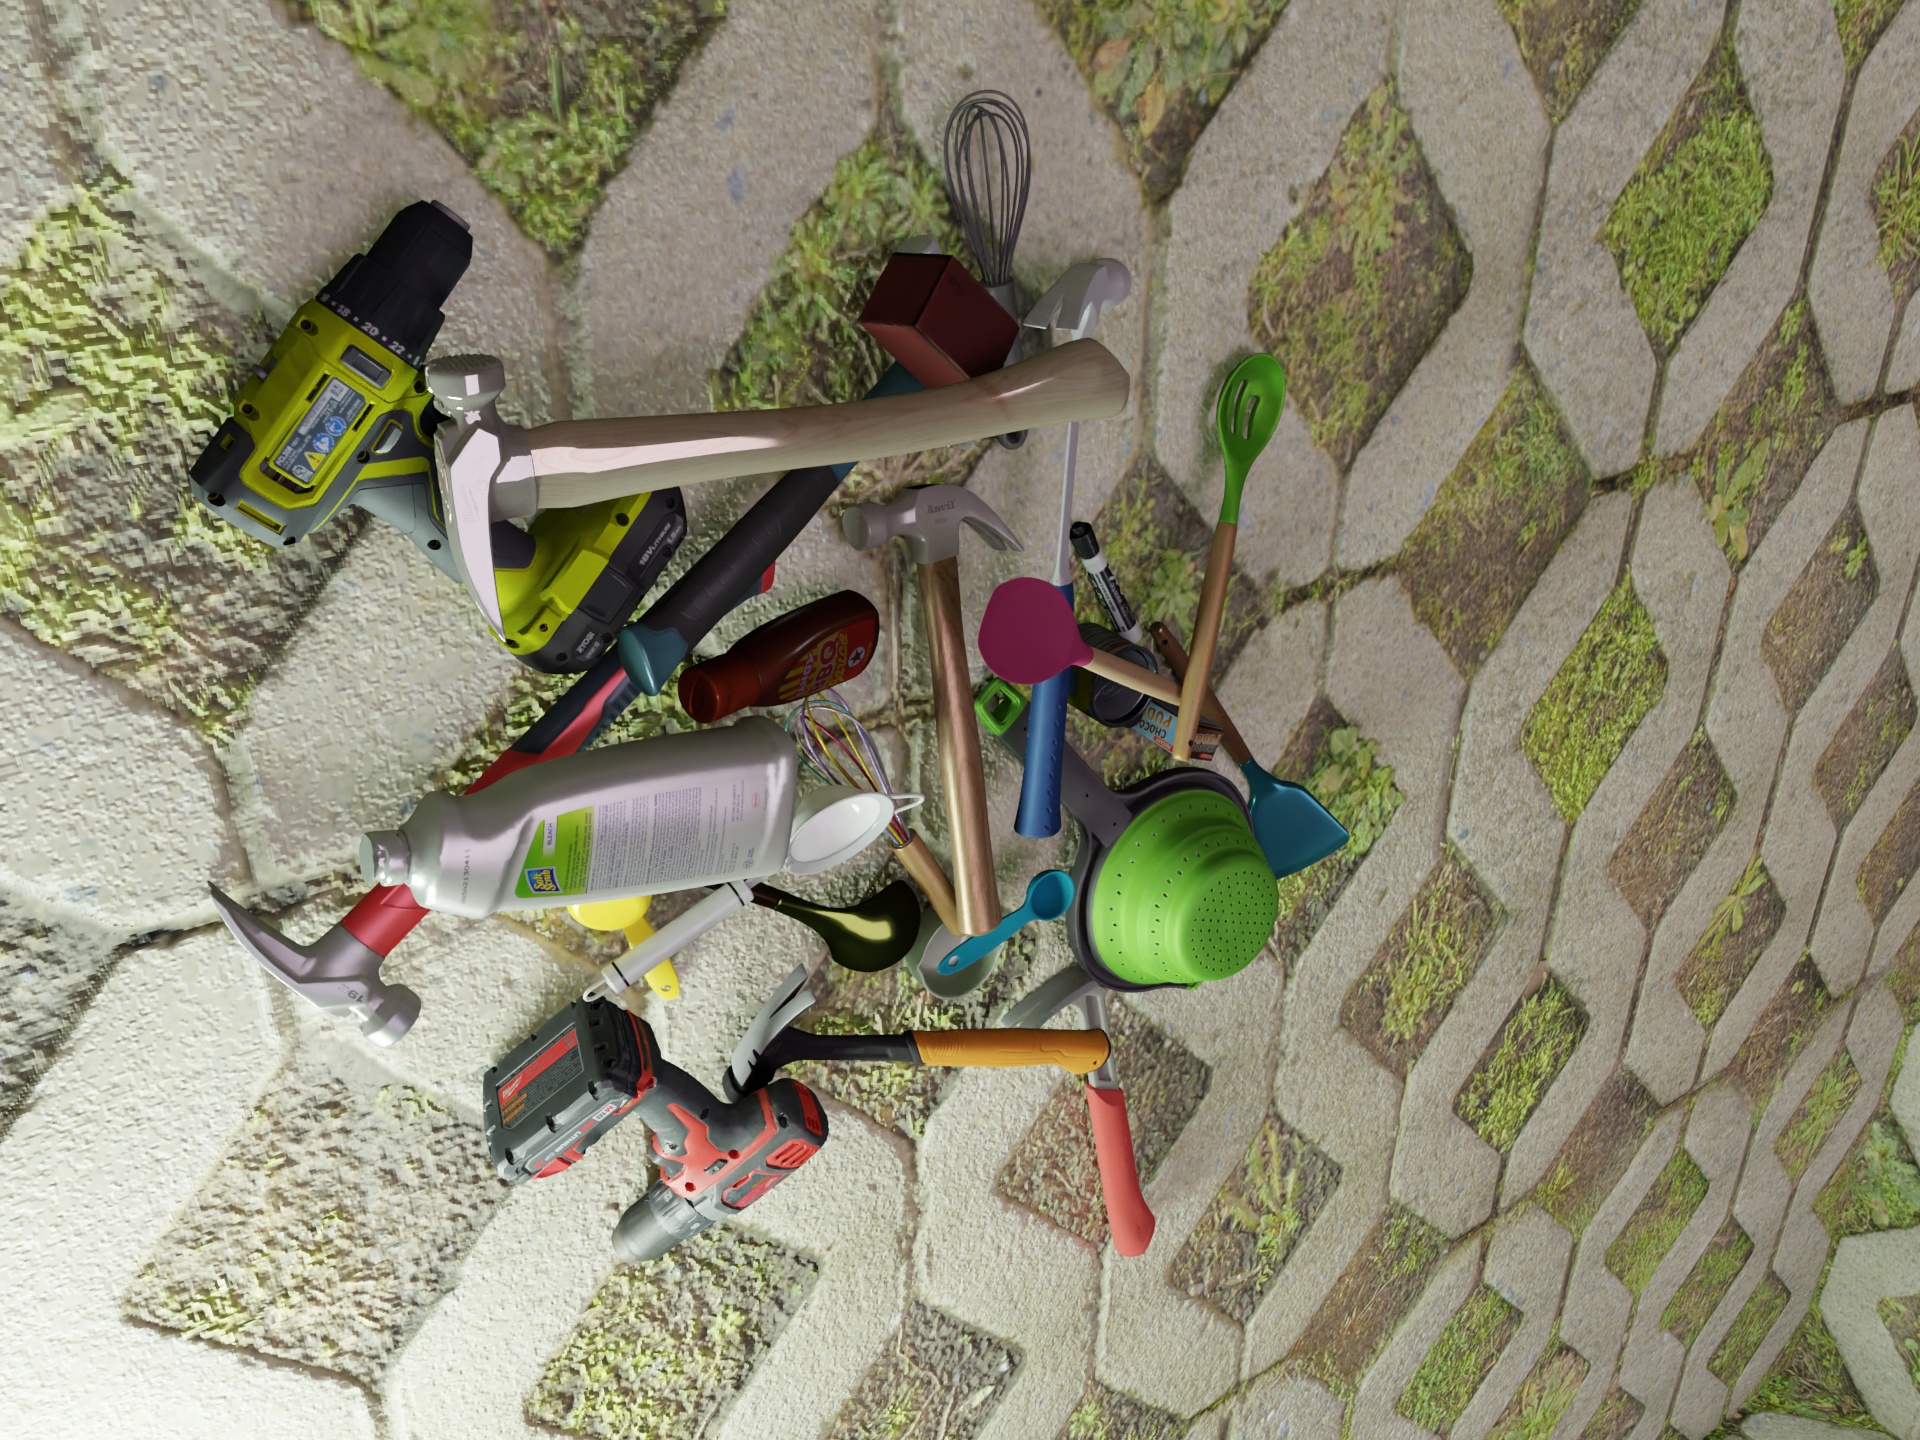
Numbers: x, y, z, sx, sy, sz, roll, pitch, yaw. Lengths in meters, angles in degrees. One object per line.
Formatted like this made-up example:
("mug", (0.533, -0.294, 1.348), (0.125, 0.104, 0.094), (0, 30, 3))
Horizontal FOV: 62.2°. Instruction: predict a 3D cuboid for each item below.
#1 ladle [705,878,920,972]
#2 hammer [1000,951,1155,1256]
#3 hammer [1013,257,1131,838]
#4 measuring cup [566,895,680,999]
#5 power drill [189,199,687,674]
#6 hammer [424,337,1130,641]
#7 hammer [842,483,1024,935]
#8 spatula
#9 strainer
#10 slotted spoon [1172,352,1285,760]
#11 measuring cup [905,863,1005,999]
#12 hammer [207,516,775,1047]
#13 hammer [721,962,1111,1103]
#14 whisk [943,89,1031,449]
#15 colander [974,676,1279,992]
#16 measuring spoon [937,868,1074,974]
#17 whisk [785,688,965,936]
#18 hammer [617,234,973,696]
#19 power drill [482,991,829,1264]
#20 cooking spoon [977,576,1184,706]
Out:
("ladle", (-0.154, 0.109, 1.103), (0.319, 0.062, 0.078), (26, 108, -36))
("hammer", (0.128, 0.366, 1.448), (0.149, 0.037, 0.358), (-28, 126, -24))
("hammer", (0.067, -0.106, 1.100), (0.144, 0.035, 0.405), (-45, 142, -62))
("measuring cup", (-0.218, 0.147, 1.062), (0.062, 0.029, 0.156), (-15, 131, 2))
("power drill", (-0.263, -0.144, 0.859), (0.228, 0.080, 0.190), (36, 88, -40))
("hammer", (-0.082, -0.152, 0.896), (0.410, 0.038, 0.146), (-14, 118, -26))
("hammer", (-0.002, -0.004, 1.123), (0.130, 0.031, 0.331), (-20, 113, -35))
("spatula", (0.235, 0.023, 1.351), (0.082, 0.044, 0.317), (-30, 131, 13))
("strainer", (-0.141, 0.106, 1.055), (0.258, 0.050, 0.086), (-35, 154, -16))
("slotted spoon", (0.195, -0.124, 1.203), (0.070, 0.031, 0.314), (14, 85, -41))
("measuring cup", (-0.007, 0.133, 1.227), (0.083, 0.038, 0.167), (-11, 113, -32))
("hammer", (-0.262, 0.011, 0.958), (0.386, 0.038, 0.143), (-48, 121, -11))
("hammer", (-0.013, 0.249, 1.238), (0.336, 0.034, 0.127), (9, 127, -36))
("whisk", (0.026, -0.285, 1.033), (0.055, 0.055, 0.238), (-27, 131, -25))
("colander", (0.148, 0.101, 1.265), (0.204, 0.095, 0.396), (-51, 127, -8))
("measuring spoon", (0.032, 0.156, 1.232), (0.128, 0.021, 0.042), (-32, 121, -16))
("whisk", (-0.052, 0.072, 1.135), (0.051, 0.047, 0.244), (-38, 122, -11))
("hammer", (-0.093, -0.146, 0.976), (0.331, 0.033, 0.128), (-51, 134, -22))
("power drill", (-0.223, 0.295, 1.100), (0.188, 0.080, 0.226), (-39, 134, 12))
("cooking spoon", (0.098, -0.040, 1.113), (0.318, 0.017, 0.069), (17, 92, -56))
